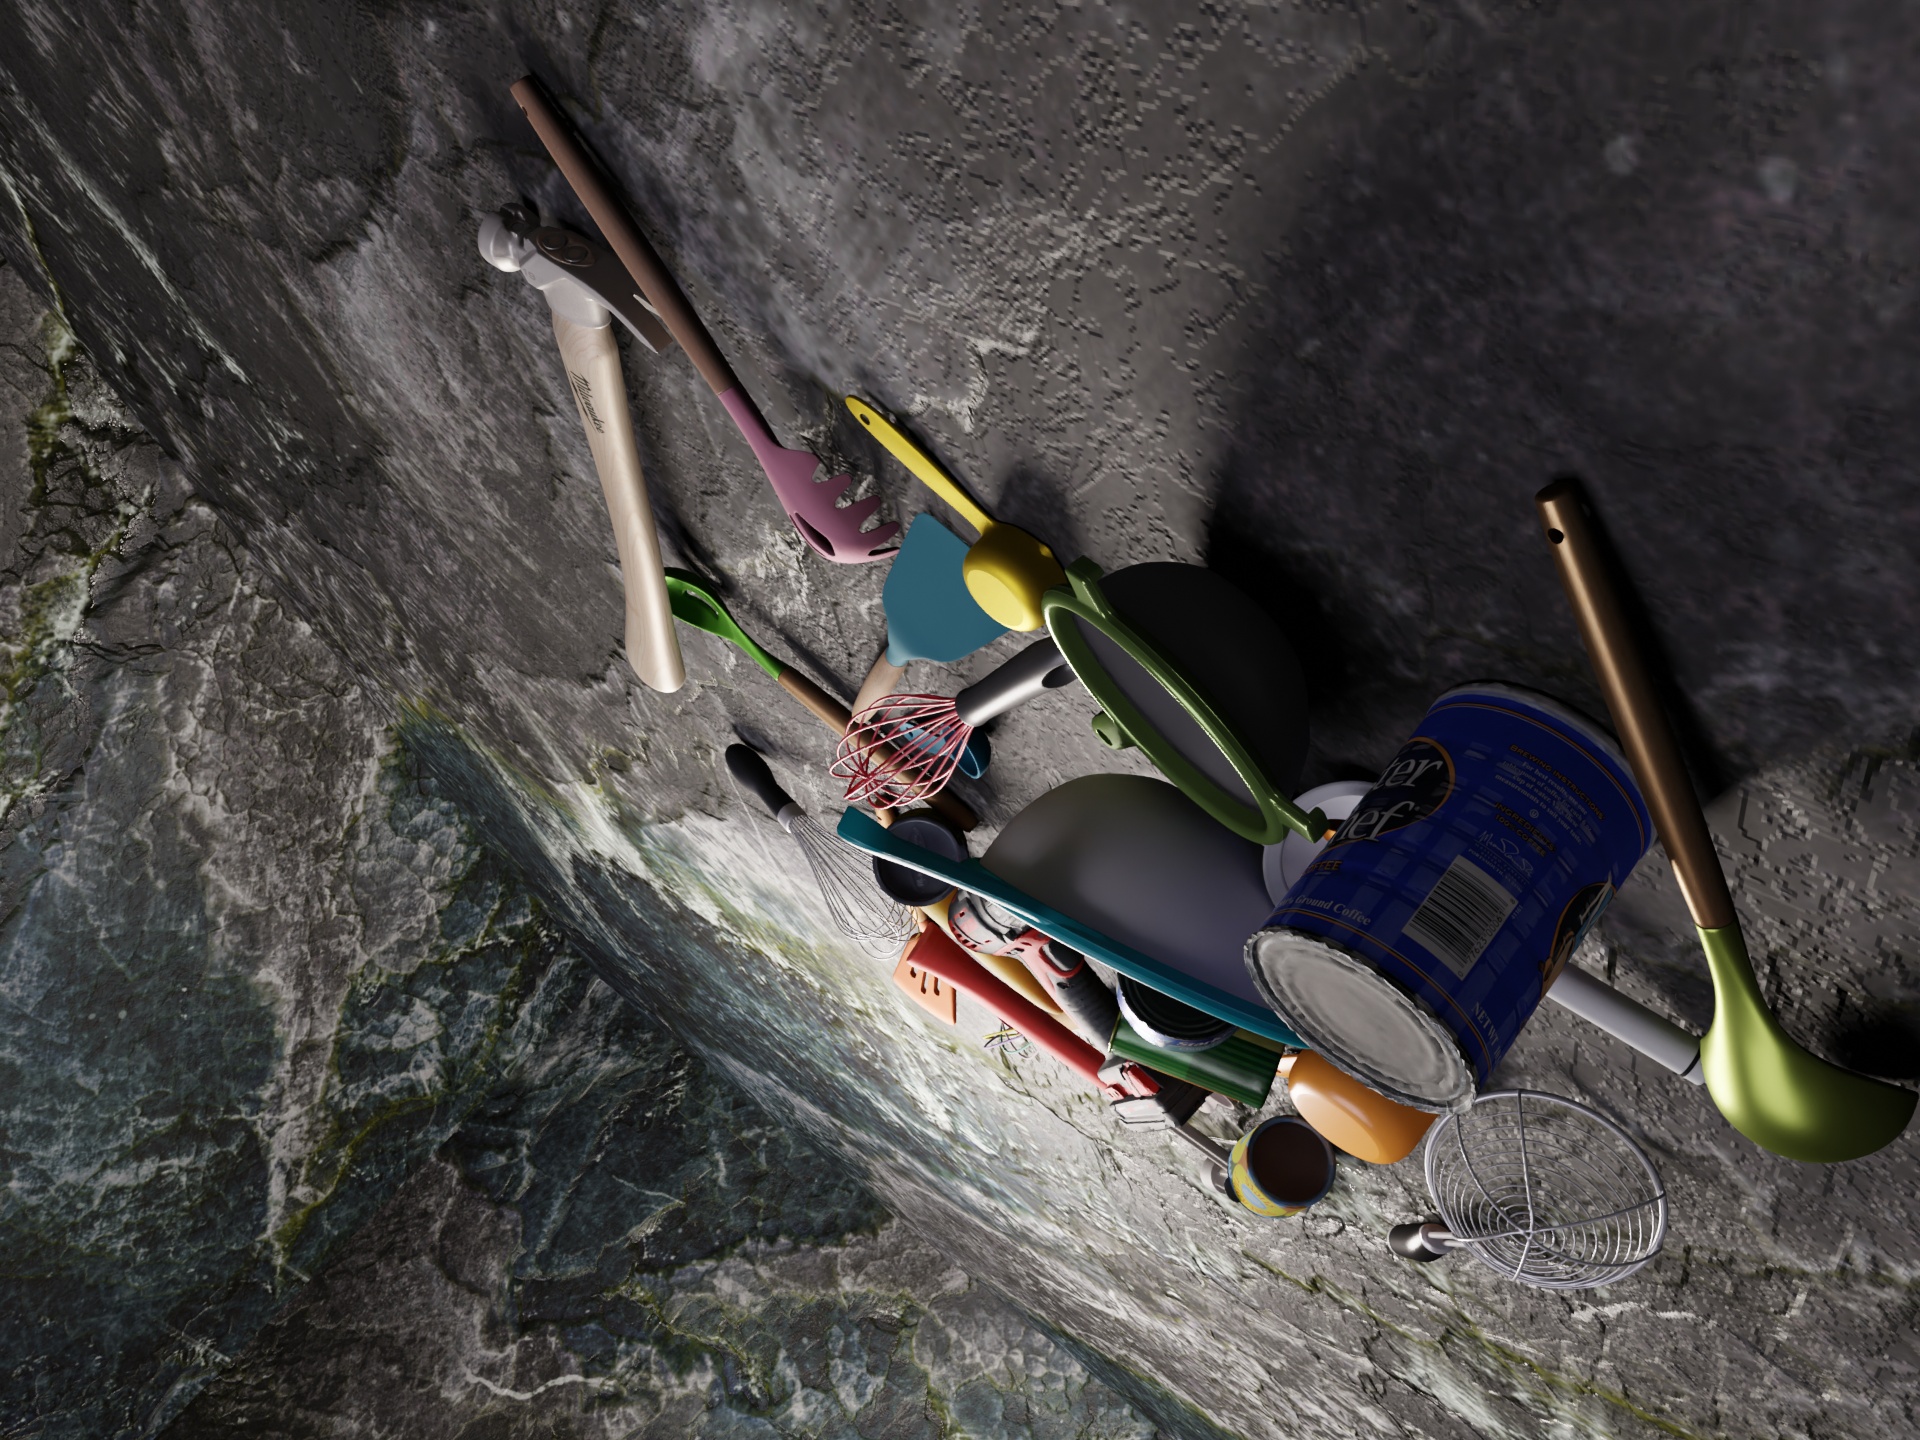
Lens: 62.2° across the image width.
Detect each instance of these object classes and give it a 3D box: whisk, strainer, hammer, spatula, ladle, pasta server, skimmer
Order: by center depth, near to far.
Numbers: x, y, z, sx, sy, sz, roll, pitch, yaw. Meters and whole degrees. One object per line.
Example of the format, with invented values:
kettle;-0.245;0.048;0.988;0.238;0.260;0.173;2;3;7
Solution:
ladle;0.280;0.045;0.592;0.078;0.062;0.320;7;132;57
strainer;0.246;0.102;0.745;0.258;0.050;0.087;31;113;16
strainer;0.107;-0.017;0.758;0.151;0.069;0.256;48;176;0
strainer;0.072;0.066;0.800;0.211;0.095;0.340;25;179;44
pasta server;-0.137;-0.209;0.869;0.316;0.040;0.060;56;156;-19
whisk;-0.001;-0.003;0.942;0.073;0.073;0.296;47;149;-8
skimmer;0.326;0.299;0.990;0.127;0.090;0.363;34;168;14
spatula;-0.035;-0.042;1.006;0.082;0.044;0.317;43;164;-1
hammer;-0.217;-0.144;1.063;0.146;0.038;0.410;34;151;20
hammer;0.112;0.273;1.240;0.359;0.037;0.149;37;161;-10
whisk;0.078;0.253;1.345;0.047;0.051;0.245;25;157;-11
whisk;-0.127;0.103;1.356;0.285;0.070;0.070;42;163;38
spatula;-0.045;0.165;1.386;0.081;0.041;0.322;33;155;28

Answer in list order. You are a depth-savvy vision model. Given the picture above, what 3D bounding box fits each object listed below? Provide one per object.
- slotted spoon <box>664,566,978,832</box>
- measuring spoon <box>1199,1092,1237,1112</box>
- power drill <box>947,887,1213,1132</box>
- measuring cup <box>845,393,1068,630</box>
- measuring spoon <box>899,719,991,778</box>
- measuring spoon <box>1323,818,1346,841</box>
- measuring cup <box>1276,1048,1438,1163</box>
slotted spoon;-0.111;-0.019;1.178;0.314;0.031;0.070;38;158;8
measuring spoon;0.195;0.288;1.232;0.034;0.018;0.124;36;165;11
power drill;0.092;0.181;1.127;0.227;0.080;0.188;45;159;3
measuring cup;-0.009;-0.106;0.821;0.156;0.029;0.062;43;159;-5
measuring spoon;-0.010;0.010;1.071;0.042;0.021;0.129;62;163;-18
measuring spoon;0.218;0.063;0.713;0.117;0.021;0.011;13;108;26
measuring cup;0.229;0.237;1.011;0.095;0.052;0.173;46;157;-7
